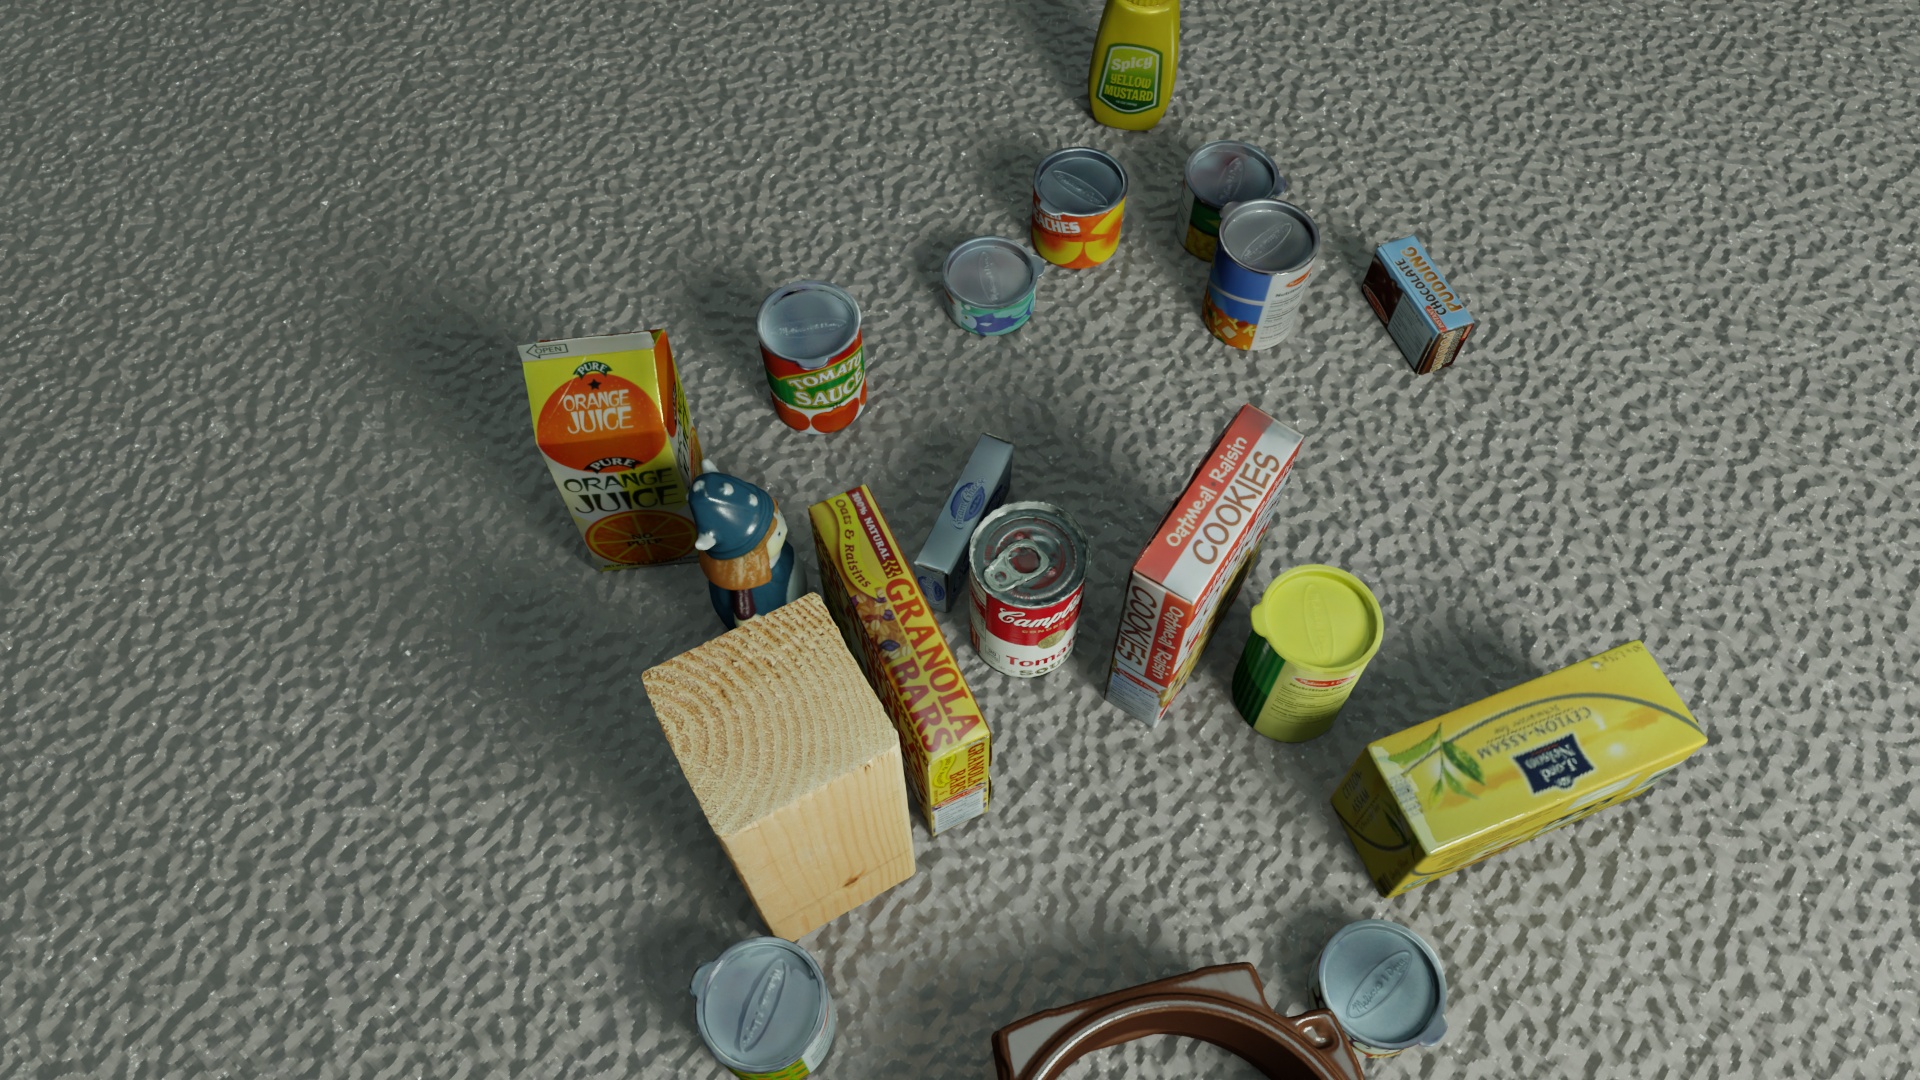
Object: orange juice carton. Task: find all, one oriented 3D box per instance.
[{"bbox_3d":[-0.198,-0.060,0.814,0.072,0.191,0.073,-6,61,-3],"label":"orange juice carton"}]

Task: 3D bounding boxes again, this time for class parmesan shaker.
[{"bbox_3d":[0.192,0.066,0.793,0.071,0.102,0.071,0,61,0],"label":"parmesan shaker"}]

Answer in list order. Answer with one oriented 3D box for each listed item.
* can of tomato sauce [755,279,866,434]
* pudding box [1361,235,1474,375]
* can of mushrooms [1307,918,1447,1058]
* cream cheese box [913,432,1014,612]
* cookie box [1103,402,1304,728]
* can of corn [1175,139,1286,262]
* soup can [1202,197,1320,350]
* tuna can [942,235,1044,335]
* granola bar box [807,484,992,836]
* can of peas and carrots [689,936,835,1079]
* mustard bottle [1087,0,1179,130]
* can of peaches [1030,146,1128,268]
[{"bbox_3d":[-0.095,-0.117,0.909,0.071,0.082,0.071,0,61,0],"label":"can of tomato sauce"},{"bbox_3d":[0.312,-0.162,0.954,0.030,0.049,0.084,-19,62,-10],"label":"pudding box"},{"bbox_3d":[0.221,0.239,0.734,0.071,0.033,0.071,0,60,0],"label":"can of mushrooms"},{"bbox_3d":[0.003,-0.011,0.865,0.024,0.053,0.104,21,63,12],"label":"cream cheese box"},{"bbox_3d":[0.133,0.018,0.784,0.040,0.166,0.123,30,65,16],"label":"cookie box"},{"bbox_3d":[0.192,-0.241,0.994,0.071,0.058,0.071,0,61,0],"label":"can of corn"},{"bbox_3d":[0.201,-0.182,0.945,0.071,0.083,0.071,0,61,0],"label":"soup can"},{"bbox_3d":[0.023,-0.179,0.973,0.071,0.032,0.071,0,60,0],"label":"tuna can"},{"bbox_3d":[-0.033,0.068,0.780,0.039,0.123,0.166,-22,63,-12],"label":"granola bar box"},{"bbox_3d":[-0.102,0.244,0.717,0.071,0.058,0.071,0,61,0],"label":"can of peas and carrots"},{"bbox_3d":[0.129,-0.370,1.009,0.065,0.159,0.049,9,61,5],"label":"mustard bottle"},{"bbox_3d":[0.082,-0.235,0.991,0.071,0.057,0.071,0,61,0],"label":"can of peaches"}]
